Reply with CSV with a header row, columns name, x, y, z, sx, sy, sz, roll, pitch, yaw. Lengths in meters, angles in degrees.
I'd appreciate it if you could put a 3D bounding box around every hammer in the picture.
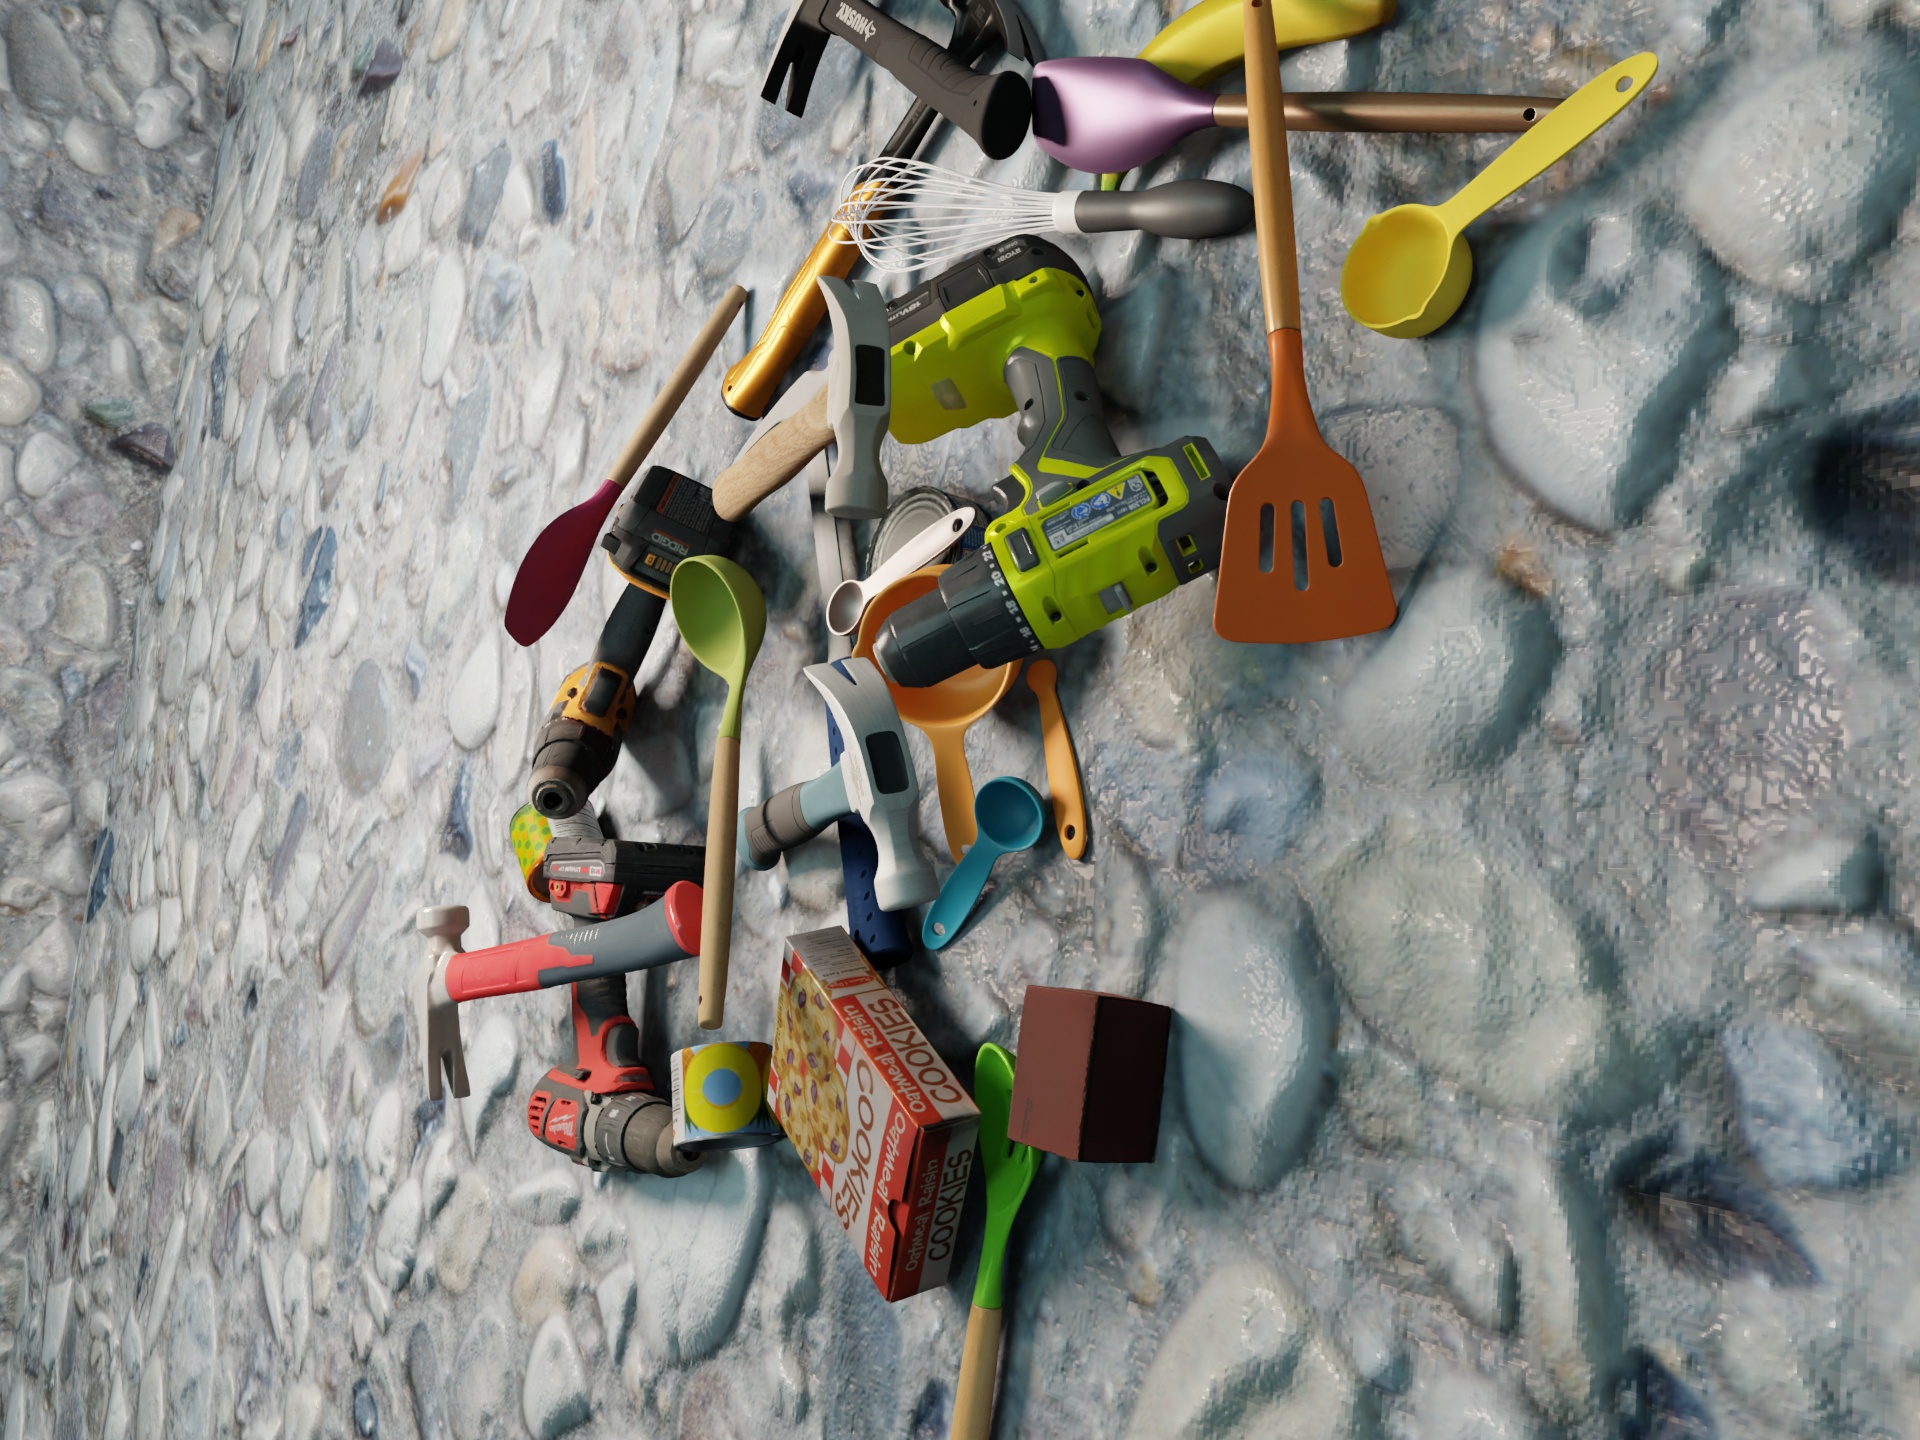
name,x,y,z,sx,sy,sz,roll,pitch,yaw
hammer,-0.065,-0.332,1.062,0.336,0.034,0.127,-51,46,29
hammer,-0.084,0.050,0.892,0.331,0.033,0.128,152,107,-69
hammer,-0.270,0.175,1.057,0.386,0.038,0.143,-17,75,47
hammer,-0.098,-0.160,0.914,0.331,0.031,0.130,175,99,-70
hammer,-0.078,-0.042,1.002,0.144,0.035,0.406,-31,58,41
hammer,-0.040,-0.414,0.995,0.146,0.035,0.335,-58,38,21

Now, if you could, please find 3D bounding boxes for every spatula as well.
name,x,y,z,sx,sy,sz,roll,pitch,yaw
spatula,0.149,-0.298,0.783,0.316,0.018,0.059,21,122,43
spatula,0.148,-0.196,0.737,0.081,0.041,0.323,-4,75,12

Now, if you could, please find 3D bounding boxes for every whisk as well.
name,x,y,z,sx,sy,sz,roll,pitch,yaw
whisk,0.038,-0.284,0.889,0.285,0.070,0.070,12,90,37

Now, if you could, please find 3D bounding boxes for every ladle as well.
name,x,y,z,sx,sy,sz,roll,pitch,yaw
ladle,-0.152,0.033,0.954,0.078,0.062,0.320,127,149,-48

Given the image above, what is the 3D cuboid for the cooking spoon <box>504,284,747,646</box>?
name,x,y,z,sx,sy,sz,roll,pitch,yaw
cooking spoon,-0.236,-0.190,1.145,0.017,0.068,0.319,21,71,21

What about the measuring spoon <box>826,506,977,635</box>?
name,x,y,z,sx,sy,sz,roll,pitch,yaw
measuring spoon,-0.031,-0.086,0.922,0.124,0.018,0.034,-33,55,32

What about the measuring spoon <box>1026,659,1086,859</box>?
name,x,y,z,sx,sy,sz,roll,pitch,yaw
measuring spoon,0.050,0.019,0.852,0.021,0.011,0.117,-32,57,41

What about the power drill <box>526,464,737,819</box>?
name,x,y,z,sx,sy,sz,roll,pitch,yaw
power drill,-0.239,-0.048,1.114,0.226,0.084,0.185,-61,13,20

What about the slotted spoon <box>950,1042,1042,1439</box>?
name,x,y,z,sx,sy,sz,roll,pitch,yaw
slotted spoon,0.010,0.323,0.811,0.070,0.031,0.314,-178,96,-68

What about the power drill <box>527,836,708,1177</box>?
name,x,y,z,sx,sy,sz,roll,pitch,yaw
power drill,-0.226,0.196,1.087,0.188,0.080,0.227,-3,81,50

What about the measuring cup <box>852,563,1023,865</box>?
name,x,y,z,sx,sy,sz,roll,pitch,yaw
measuring cup,-0.001,-0.003,0.891,0.095,0.052,0.173,-4,105,17

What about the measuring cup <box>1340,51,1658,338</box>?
name,x,y,z,sx,sy,sz,roll,pitch,yaw
measuring cup,0.235,-0.224,0.687,0.156,0.029,0.062,-37,54,34

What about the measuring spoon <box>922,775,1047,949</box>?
name,x,y,z,sx,sy,sz,roll,pitch,yaw
measuring spoon,0.012,0.080,0.881,0.042,0.021,0.128,39,123,14

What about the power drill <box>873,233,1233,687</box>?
name,x,y,z,sx,sy,sz,roll,pitch,yaw
power drill,0.023,-0.131,0.825,0.190,0.080,0.229,-26,54,8
